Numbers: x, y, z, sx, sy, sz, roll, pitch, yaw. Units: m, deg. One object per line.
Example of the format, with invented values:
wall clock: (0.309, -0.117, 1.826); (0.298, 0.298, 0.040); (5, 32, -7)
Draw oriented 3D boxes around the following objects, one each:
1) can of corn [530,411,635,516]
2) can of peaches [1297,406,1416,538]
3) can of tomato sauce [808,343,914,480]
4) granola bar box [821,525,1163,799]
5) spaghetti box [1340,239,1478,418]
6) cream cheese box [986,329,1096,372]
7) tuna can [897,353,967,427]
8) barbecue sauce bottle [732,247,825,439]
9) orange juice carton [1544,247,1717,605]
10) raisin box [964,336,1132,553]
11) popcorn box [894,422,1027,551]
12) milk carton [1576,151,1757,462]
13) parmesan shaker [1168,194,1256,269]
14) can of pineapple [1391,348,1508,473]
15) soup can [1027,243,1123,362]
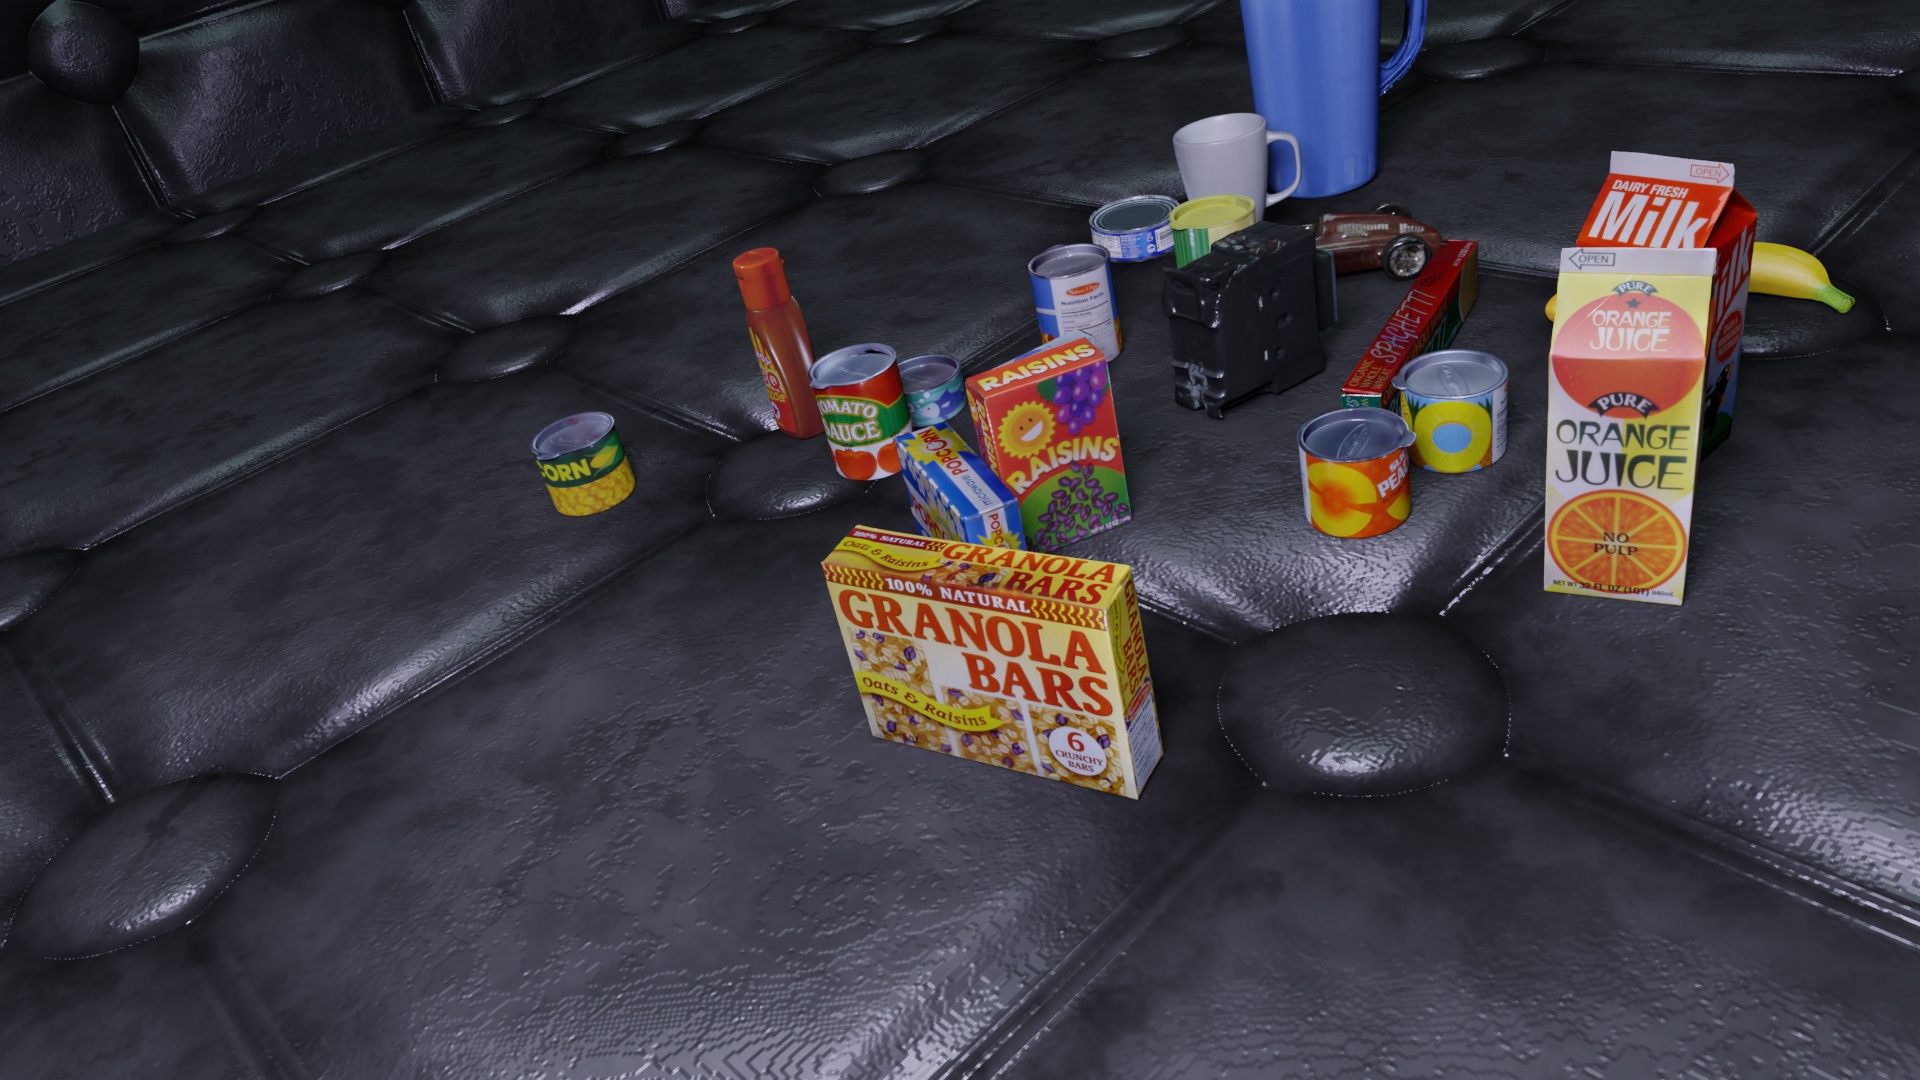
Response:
can of corn: (-0.296, -0.058, 1.089); (0.071, 0.058, 0.071); (-10, 32, 6)
can of peaches: (0.248, -0.042, 0.863); (0.071, 0.057, 0.071); (-10, 32, 6)
can of tomato sauce: (-0.073, -0.095, 1.041); (0.071, 0.082, 0.071); (-10, 32, 6)
granola bar box: (0.017, 0.061, 0.725); (0.165, 0.123, 0.039); (8, 38, 31)
spaghetti box: (0.327, -0.144, 1.000); (0.028, 0.050, 0.251); (9, 38, 32)
cream cheese box: (0.059, -0.115, 1.052); (0.104, 0.053, 0.024); (-28, 35, -22)
tuna can: (-0.030, -0.119, 1.109); (0.071, 0.032, 0.071); (-10, 32, 6)
barbecue sauce bottle: (-0.142, -0.156, 1.100); (0.044, 0.147, 0.065); (-25, 34, -18)
orange juice carton: (0.353, -0.066, 0.735); (0.072, 0.191, 0.073); (6, 37, 28)
raisin box: (0.059, -0.058, 0.897); (0.086, 0.122, 0.040); (-20, 32, -10)
popcorn box: (0.003, -0.011, 0.880); (0.038, 0.084, 0.127); (-21, 33, -12)
milk carton: (0.414, -0.136, 0.824); (0.074, 0.189, 0.072); (-33, 37, -28)
parmesan shaker: (0.203, -0.214, 1.105); (0.071, 0.102, 0.072); (-10, 32, 6)
can of pineapple: (0.319, -0.084, 0.903); (0.071, 0.057, 0.071); (-10, 32, 6)
soup can: (0.094, -0.191, 1.127); (0.071, 0.083, 0.072); (-10, 32, 6)
